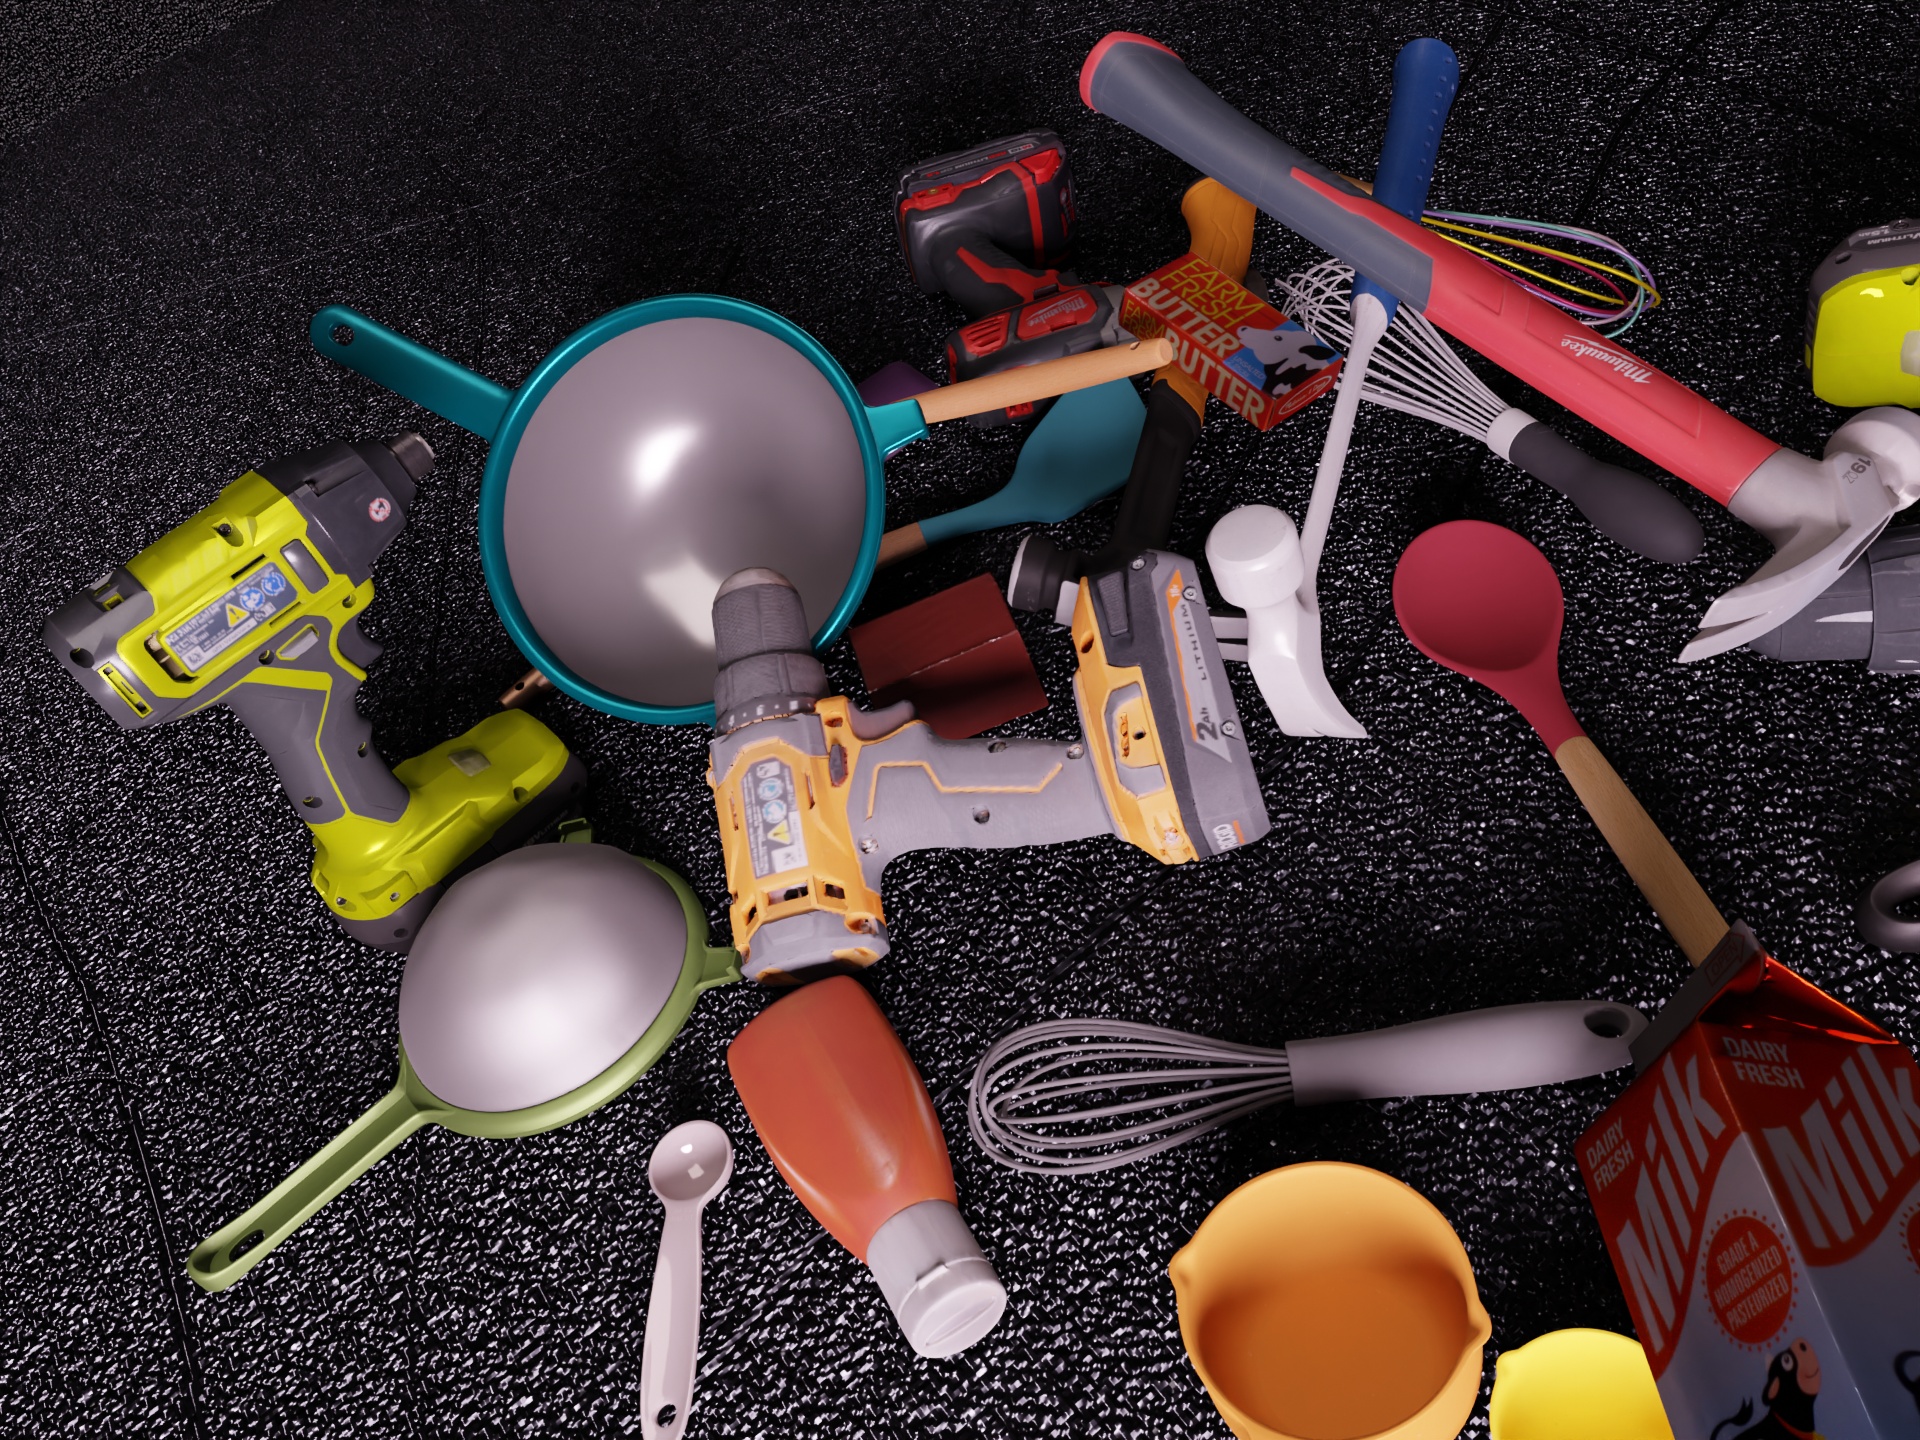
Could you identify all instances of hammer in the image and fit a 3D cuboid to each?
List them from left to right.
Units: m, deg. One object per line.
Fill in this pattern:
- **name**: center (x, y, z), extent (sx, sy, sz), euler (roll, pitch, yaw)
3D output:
- **hammer**: center (0.122, -0.172, 0.812), extent (0.127, 0.034, 0.337), euler (14, 54, 4)
- **hammer**: center (0.185, -0.173, 0.728), extent (0.035, 0.143, 0.406), euler (2, 53, 27)
- **hammer**: center (0.180, -0.173, 0.638), extent (0.143, 0.038, 0.387), euler (-34, 61, -26)

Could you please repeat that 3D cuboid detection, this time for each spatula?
- **spatula**: center (-0.135, -0.106, 0.914), extent (0.316, 0.018, 0.060), euler (-41, 60, -15)
- **spatula**: center (-0.047, -0.097, 0.855), extent (0.317, 0.044, 0.082), euler (-23, 60, 3)
- **spatula**: center (-0.022, -0.175, 0.857), extent (0.323, 0.041, 0.081), euler (-2, 49, 45)

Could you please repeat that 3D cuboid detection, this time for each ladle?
- **ladle**: center (0.249, 0.027, 0.611), extent (0.069, 0.031, 0.316), euler (-22, 44, 6)

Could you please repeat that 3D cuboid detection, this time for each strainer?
- **strainer**: center (-0.229, 0.133, 0.680), extent (0.256, 0.069, 0.152), euler (-41, 45, -21)
- **strainer**: center (-0.183, -0.129, 0.826), extent (0.340, 0.095, 0.211), euler (28, 93, 15)

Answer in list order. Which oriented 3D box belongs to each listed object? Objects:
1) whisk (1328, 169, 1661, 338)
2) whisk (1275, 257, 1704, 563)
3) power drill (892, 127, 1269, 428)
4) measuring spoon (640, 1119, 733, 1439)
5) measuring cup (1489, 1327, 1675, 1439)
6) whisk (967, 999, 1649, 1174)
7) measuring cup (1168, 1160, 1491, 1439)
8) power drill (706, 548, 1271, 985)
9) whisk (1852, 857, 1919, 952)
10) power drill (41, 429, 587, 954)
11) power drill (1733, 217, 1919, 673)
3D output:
- **whisk**: center (0.250, -0.261, 0.848), extent (0.245, 0.051, 0.047), euler (26, 35, 18)
- **whisk**: center (0.247, -0.154, 0.776), extent (0.070, 0.070, 0.285), euler (-32, 47, -9)
- **power drill**: center (0.064, -0.272, 0.963), extent (0.188, 0.080, 0.227), euler (-18, 46, -4)
- **measuring spoon**: center (-0.102, 0.210, 0.591), extent (0.034, 0.018, 0.124), euler (-11, 50, 13)
- **measuring cup**: center (0.148, 0.239, 0.439), extent (0.156, 0.029, 0.062), euler (-44, 46, -18)
- **whisk**: center (0.118, 0.122, 0.560), extent (0.239, 0.055, 0.055), euler (-9, 44, 9)
- **measuring cup**: center (0.101, 0.218, 0.462), extent (0.095, 0.052, 0.174), euler (2, 50, 26)
- **power drill**: center (-0.001, -0.002, 0.674), extent (0.226, 0.084, 0.185), euler (-16, 68, 10)
- **whisk**: center (0.443, 0.020, 0.513), extent (0.296, 0.073, 0.073), euler (-20, 42, 12)
- **power drill**: center (-0.273, -0.012, 0.733), extent (0.171, 0.223, 0.080), euler (-42, 45, -19)
- **power drill**: center (0.411, -0.108, 0.641), extent (0.190, 0.080, 0.229), euler (-2, 48, 22)
